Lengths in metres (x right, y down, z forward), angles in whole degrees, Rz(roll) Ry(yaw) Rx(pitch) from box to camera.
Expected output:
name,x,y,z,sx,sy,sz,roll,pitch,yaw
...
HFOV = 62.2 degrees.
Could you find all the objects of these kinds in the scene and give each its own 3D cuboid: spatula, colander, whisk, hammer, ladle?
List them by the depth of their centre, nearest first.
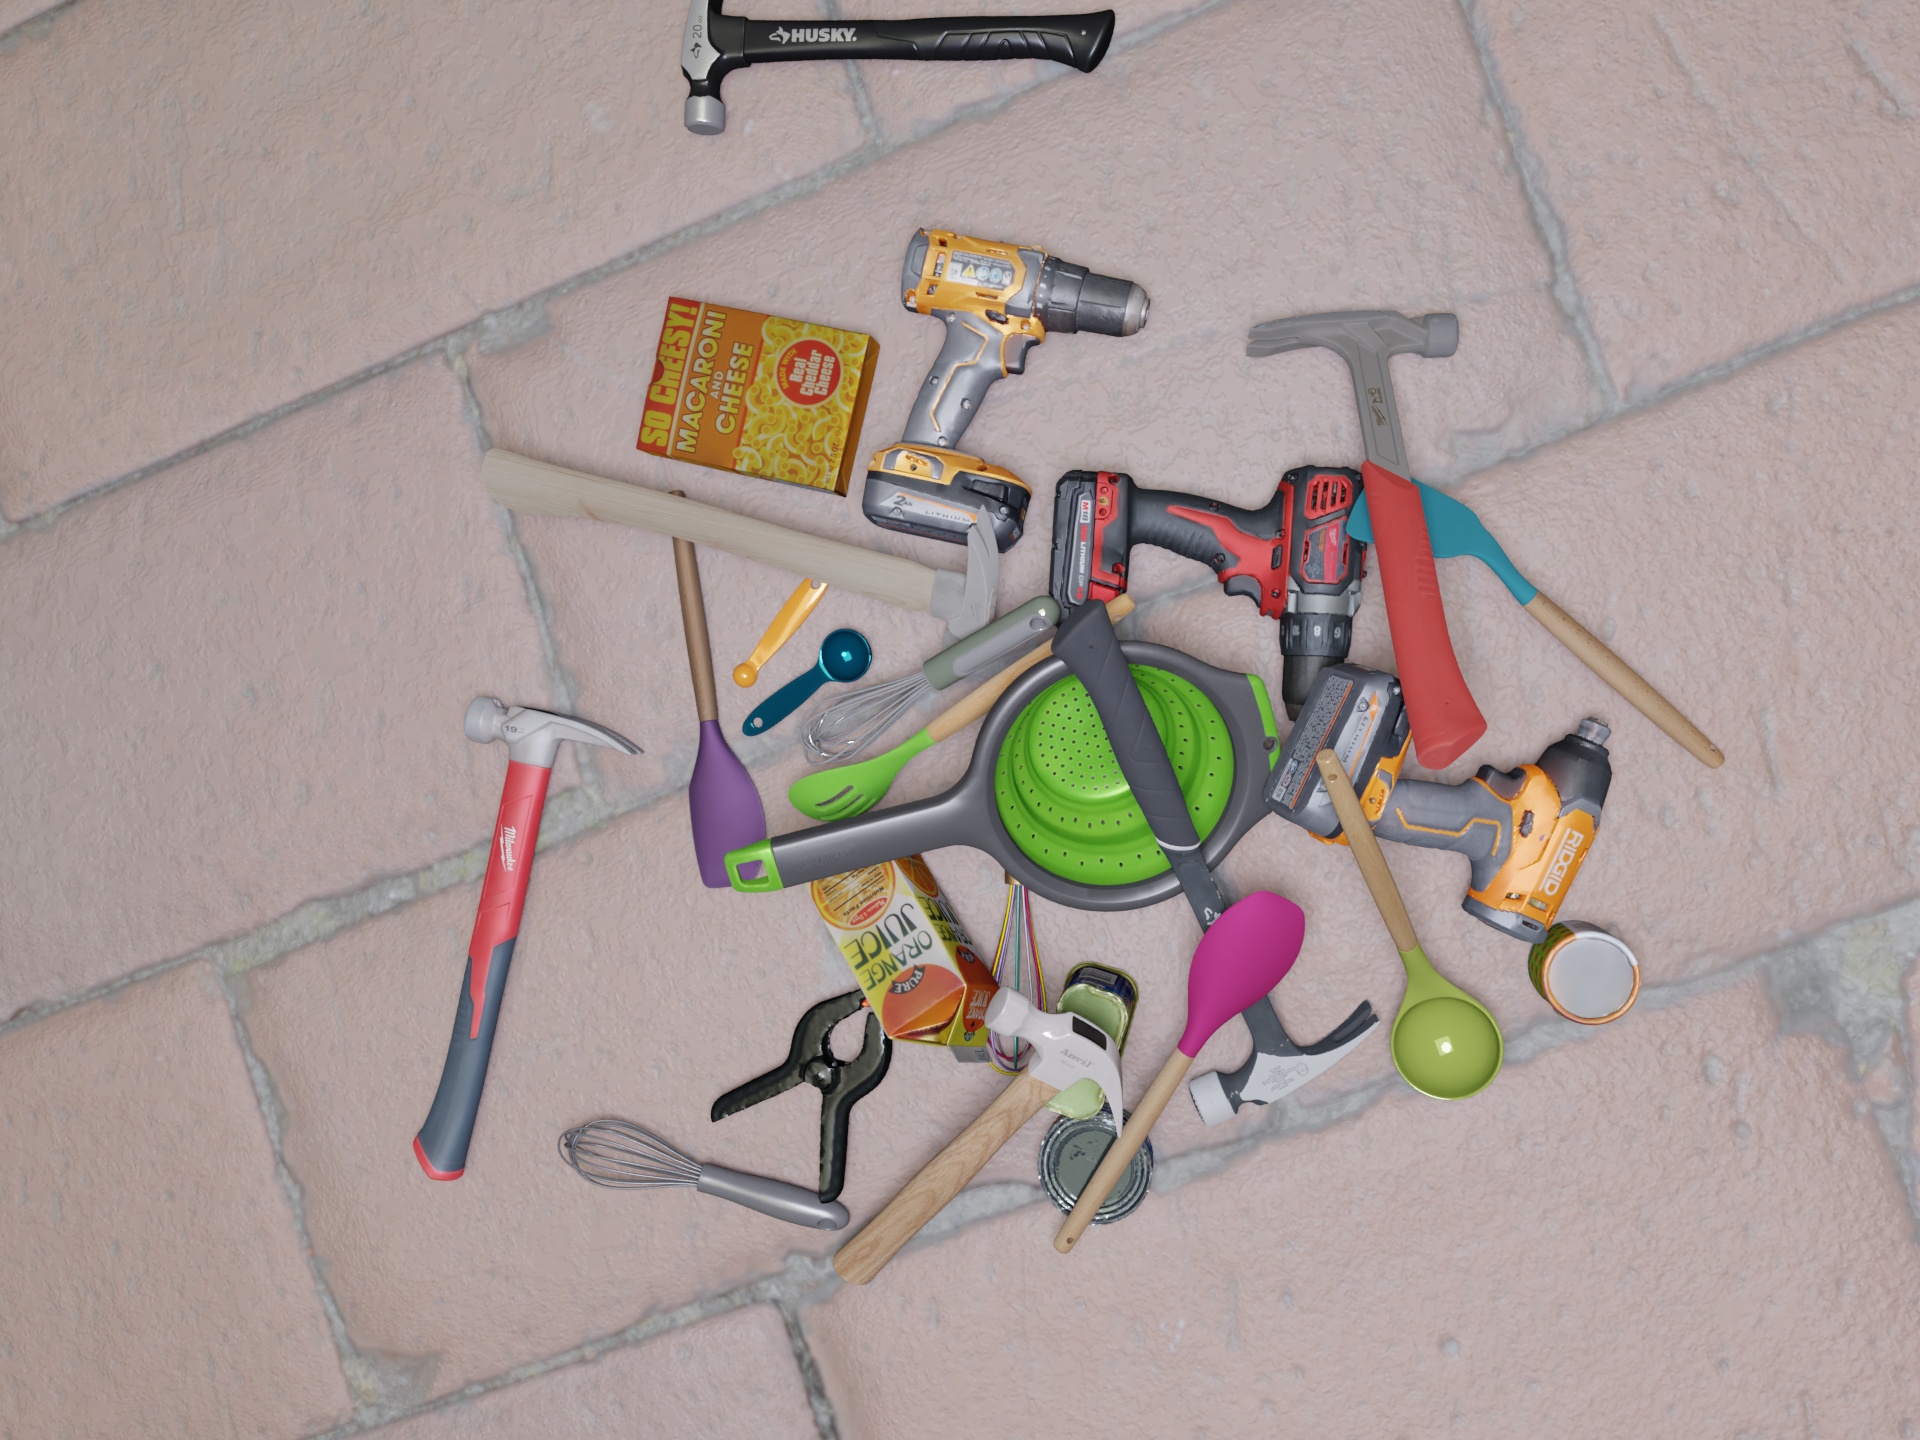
name,x,y,z,sx,sy,sz,roll,pitch,yaw
ladle,0.294,0.142,1.068,0.078,0.062,0.319,-17,126,20
hammer,0.286,-0.134,1.075,0.149,0.036,0.359,-3,61,4
hammer,0.164,0.099,1.109,0.149,0.036,0.408,-24,110,5
spatula,0.412,-0.066,1.119,0.317,0.044,0.082,40,53,-6
hammer,0.002,0.318,1.147,0.130,0.031,0.331,29,124,-13
colander,0.026,0.047,1.148,0.397,0.095,0.204,-14,111,0
whisk,-0.026,-0.029,1.178,0.246,0.059,0.057,-29,128,29
hammer,-0.170,-0.146,1.191,0.410,0.146,0.038,16,54,10
whisk,0.040,0.146,1.204,0.047,0.051,0.245,0,87,16
hammer,-0.050,-0.527,1.218,0.335,0.035,0.146,3,92,10
whisk,-0.202,0.361,1.248,0.239,0.055,0.055,14,93,5
spatula,-0.200,-0.026,1.257,0.060,0.018,0.316,-9,89,7
hammer,-0.362,0.183,1.278,0.143,0.038,0.386,13,93,8

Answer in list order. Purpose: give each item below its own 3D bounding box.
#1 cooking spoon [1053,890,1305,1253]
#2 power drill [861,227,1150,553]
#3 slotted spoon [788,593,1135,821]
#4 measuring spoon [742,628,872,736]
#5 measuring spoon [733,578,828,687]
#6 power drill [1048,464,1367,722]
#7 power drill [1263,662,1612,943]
name,x,y,z,sx,sy,sz,roll,pitch,yaw
cooking spoon,0.149,0.258,1.138,0.068,0.017,0.319,26,106,-12
power drill,0.031,-0.244,1.186,0.185,0.084,0.226,13,88,8
slotted spoon,-0.002,-0.004,1.168,0.313,0.070,0.031,-34,53,22
measuring spoon,-0.120,-0.027,1.247,0.128,0.021,0.042,-36,85,18
measuring spoon,-0.141,-0.073,1.249,0.021,0.011,0.117,40,97,8
power drill,0.180,-0.095,1.161,0.226,0.080,0.188,4,91,7
power drill,0.343,0.042,1.101,0.226,0.084,0.164,24,94,-15
